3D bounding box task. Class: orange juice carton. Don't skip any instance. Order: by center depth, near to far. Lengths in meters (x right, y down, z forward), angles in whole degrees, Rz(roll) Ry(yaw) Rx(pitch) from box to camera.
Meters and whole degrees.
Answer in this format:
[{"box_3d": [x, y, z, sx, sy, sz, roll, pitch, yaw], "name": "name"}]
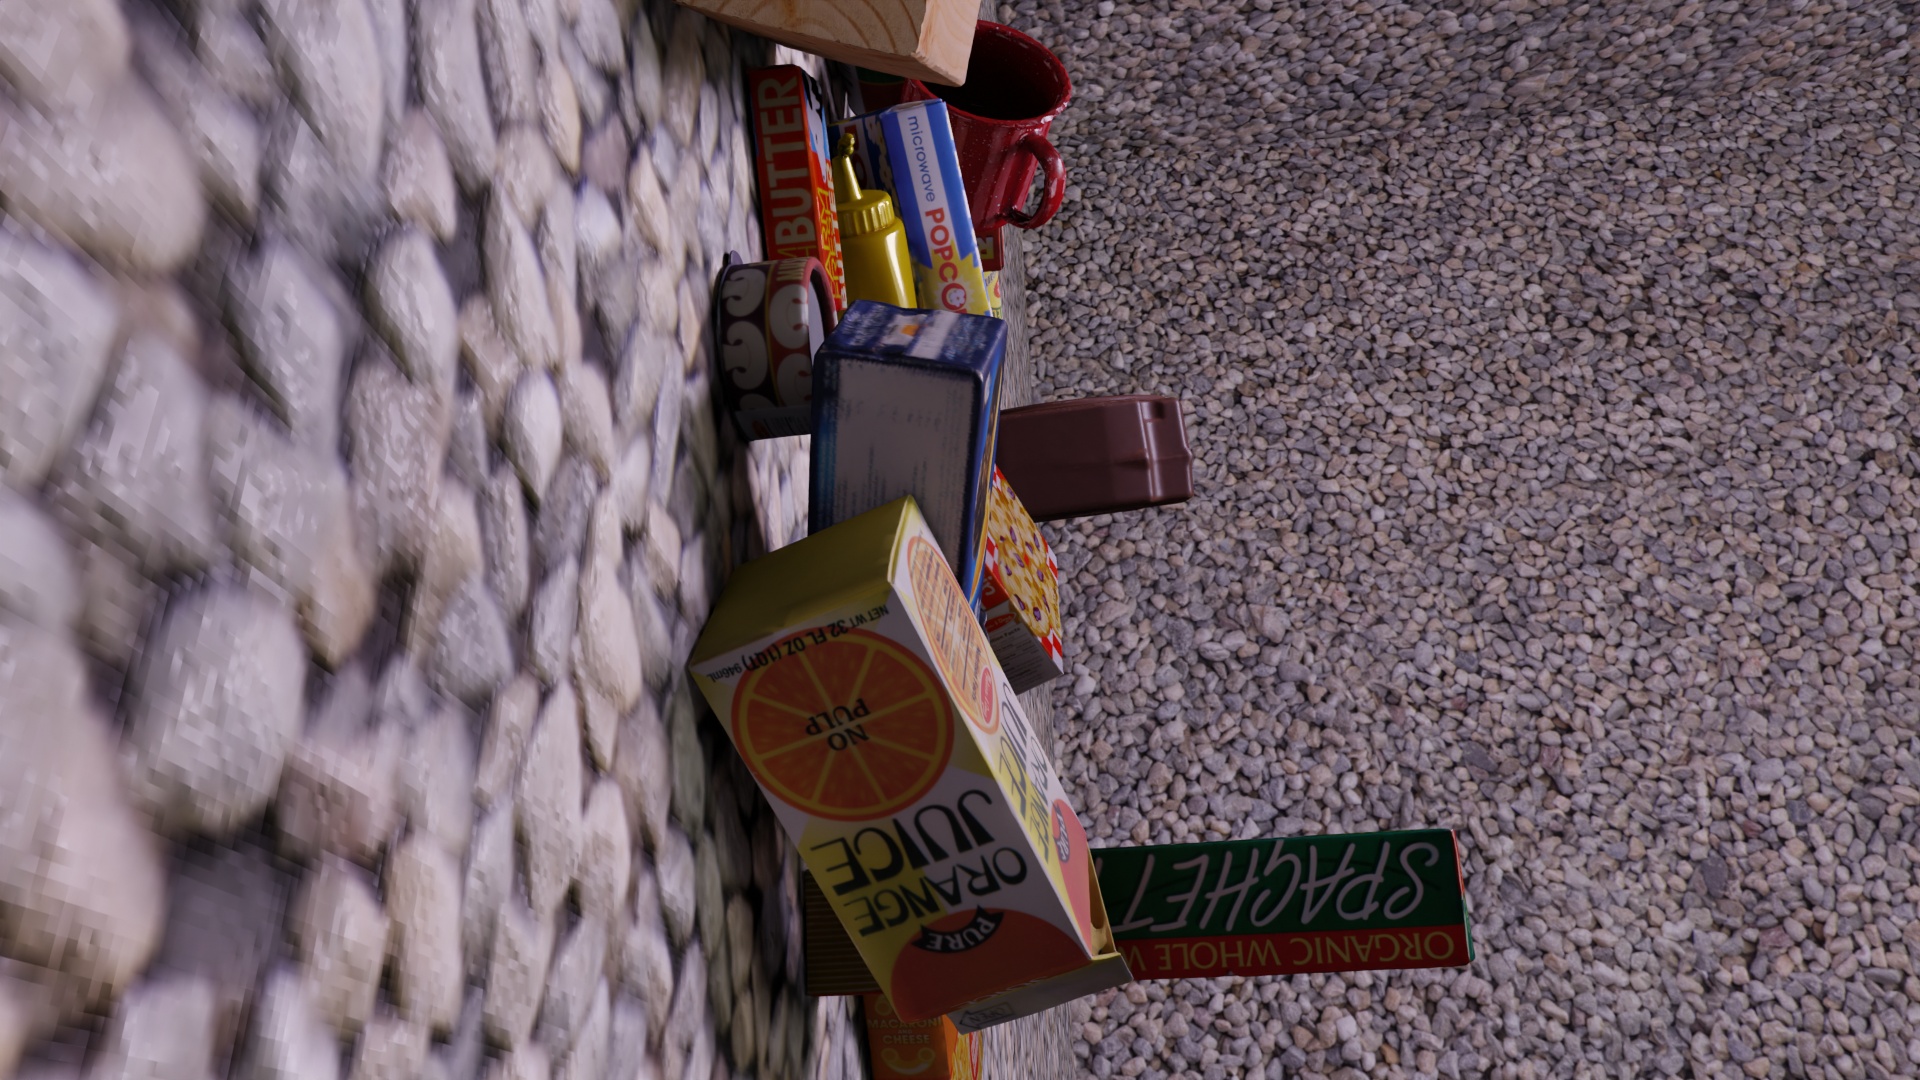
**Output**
[{"box_3d": [-0.009, 0.090, 0.474, 0.073, 0.072, 0.192, -81, 147, -67], "name": "orange juice carton"}]

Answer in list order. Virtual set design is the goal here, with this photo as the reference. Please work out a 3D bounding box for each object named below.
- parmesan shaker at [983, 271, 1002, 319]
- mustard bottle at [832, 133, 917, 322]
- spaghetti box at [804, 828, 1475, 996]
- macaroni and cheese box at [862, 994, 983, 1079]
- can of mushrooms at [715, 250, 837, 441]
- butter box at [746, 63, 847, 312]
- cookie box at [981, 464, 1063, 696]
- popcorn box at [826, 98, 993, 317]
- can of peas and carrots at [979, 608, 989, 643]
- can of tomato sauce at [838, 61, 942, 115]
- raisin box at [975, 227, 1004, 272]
[{"box_3d": [-0.004, -0.205, 1.065, 0.071, 0.071, 0.102, -83, 167, -64], "name": "parmesan shaker"}, {"box_3d": [-0.046, -0.115, 0.667, 0.065, 0.049, 0.159, -100, -179, -64], "name": "mustard bottle"}, {"box_3d": [0.062, 0.142, 0.527, 0.028, 0.250, 0.050, 46, 39, -71], "name": "spaghetti box"}, {"box_3d": [-0.018, 0.227, 0.692, 0.124, 0.040, 0.165, -78, 162, -71], "name": "macaroni and cheese box"}, {"box_3d": [-0.066, -0.073, 0.514, 0.071, 0.033, 0.071, -8, 93, -84], "name": "can of mushrooms"}, {"box_3d": [-0.069, -0.146, 0.591, 0.053, 0.024, 0.103, -67, 151, -79], "name": "butter box"}, {"box_3d": [0.003, -0.010, 0.803, 0.167, 0.040, 0.123, 55, 19, -26], "name": "cookie box"}, {"box_3d": [-0.027, -0.159, 0.721, 0.085, 0.038, 0.126, 22, -51, 63], "name": "popcorn box"}, {"box_3d": [-0.013, 0.073, 0.728, 0.058, 0.071, 0.071, 80, 7, -46], "name": "can of peas and carrots"}, {"box_3d": [-0.038, -0.290, 0.788, 0.082, 0.071, 0.071, 77, 10, -53], "name": "can of tomato sauce"}, {"box_3d": [-0.018, -0.214, 0.841, 0.039, 0.086, 0.124, 86, 3, -51], "name": "raisin box"}]
